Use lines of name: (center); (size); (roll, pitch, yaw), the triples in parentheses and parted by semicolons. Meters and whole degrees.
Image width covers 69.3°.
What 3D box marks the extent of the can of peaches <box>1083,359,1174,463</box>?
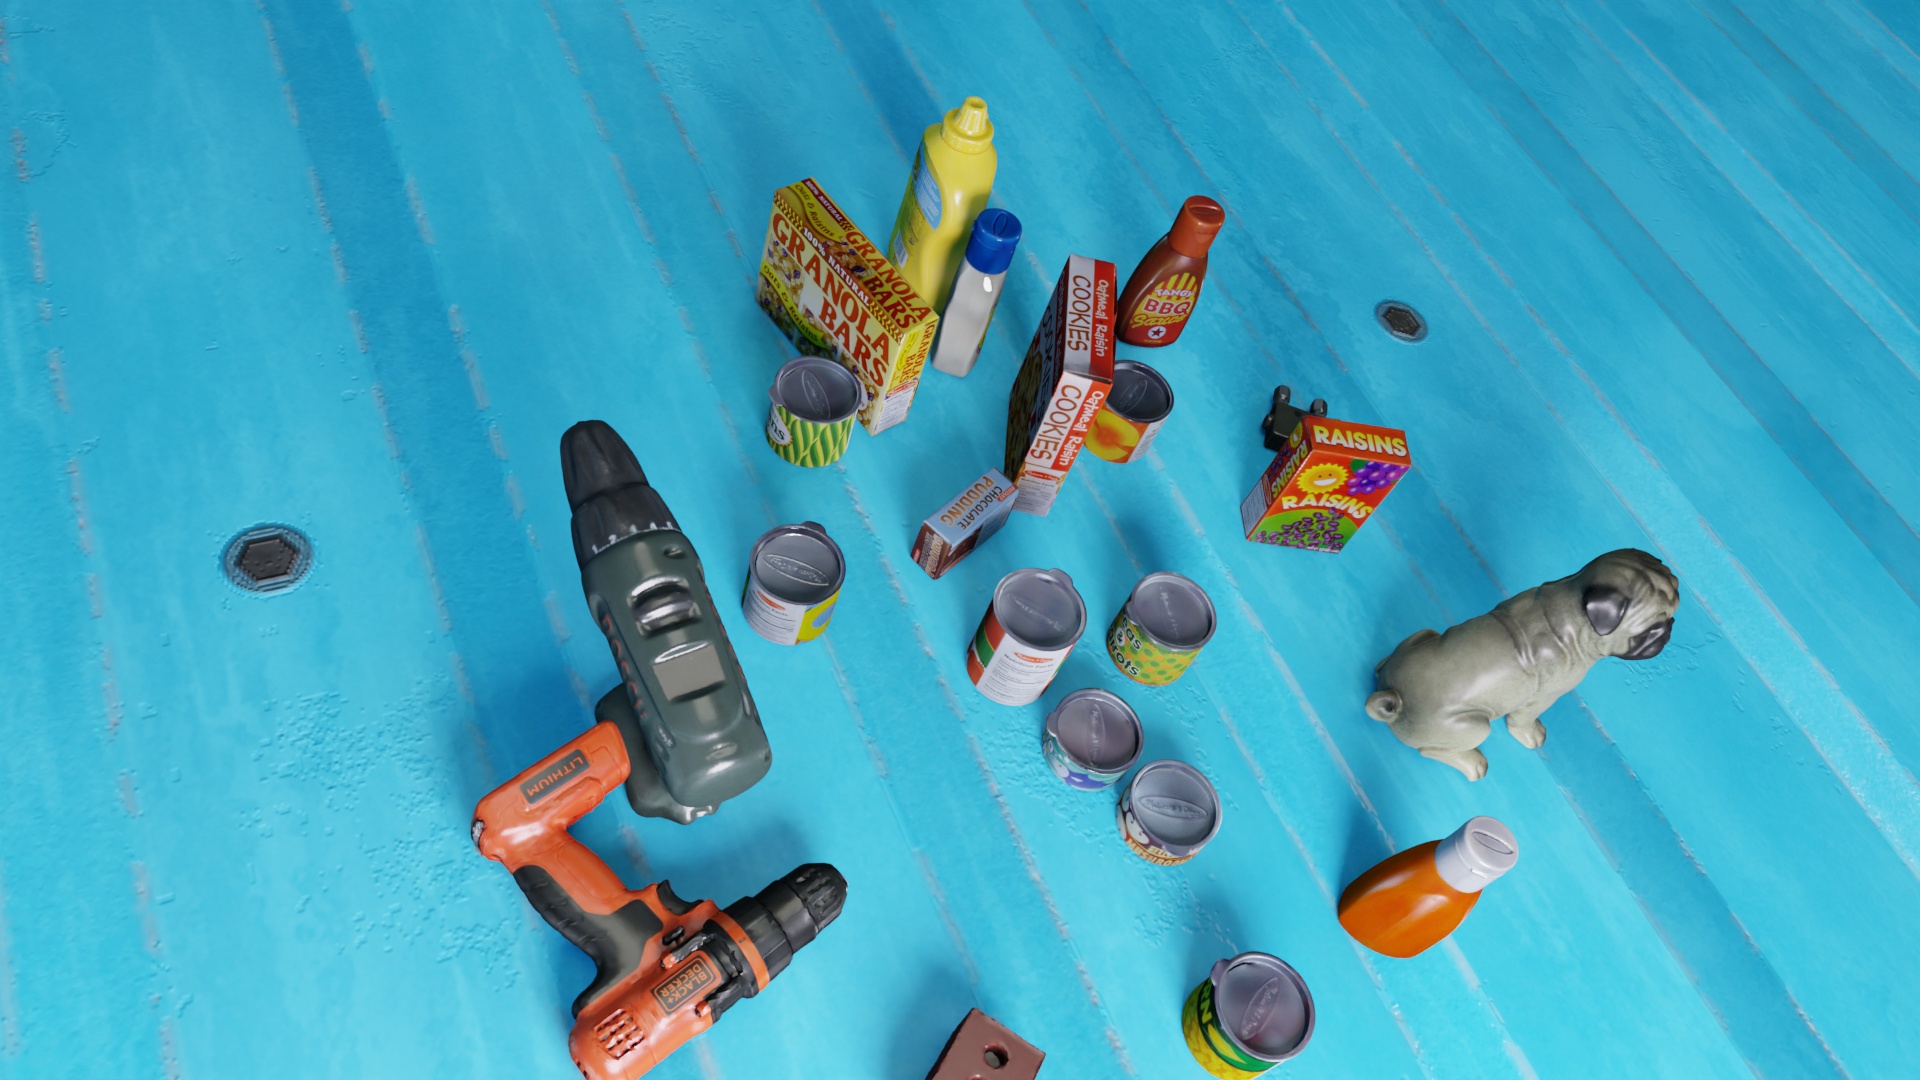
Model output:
can of peaches: (0.132, -0.106, 1.140); (0.071, 0.057, 0.071); (8, 54, -11)

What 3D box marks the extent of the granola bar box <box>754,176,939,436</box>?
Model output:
granola bar box: (-0.091, -0.182, 1.083); (0.039, 0.123, 0.166); (-29, 68, -31)

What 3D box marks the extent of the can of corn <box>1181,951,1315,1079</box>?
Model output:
can of corn: (0.177, 0.297, 0.869); (0.071, 0.058, 0.071); (8, 54, -11)

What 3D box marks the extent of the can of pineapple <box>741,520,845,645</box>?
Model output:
can of pineapple: (-0.116, 0.030, 0.968); (0.071, 0.057, 0.071); (8, 54, -11)

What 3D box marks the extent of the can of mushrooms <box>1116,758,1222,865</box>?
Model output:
can of mushrooms: (0.142, 0.189, 0.951); (0.071, 0.033, 0.071); (8, 54, -11)

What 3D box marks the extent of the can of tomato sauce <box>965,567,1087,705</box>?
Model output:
can of tomato sauce: (0.045, 0.067, 0.976); (0.071, 0.082, 0.071); (8, 54, -11)

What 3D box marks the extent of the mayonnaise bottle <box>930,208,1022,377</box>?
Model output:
mayonnaise bottle: (0.013, -0.200, 1.113); (0.041, 0.147, 0.065); (20, 53, -3)

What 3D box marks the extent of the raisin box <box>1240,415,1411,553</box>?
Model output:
raisin box: (0.288, -0.043, 1.102); (0.086, 0.122, 0.040); (8, 54, -11)

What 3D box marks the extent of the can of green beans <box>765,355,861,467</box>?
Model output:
can of green beans: (-0.113, -0.098, 1.059); (0.071, 0.057, 0.071); (8, 54, -11)

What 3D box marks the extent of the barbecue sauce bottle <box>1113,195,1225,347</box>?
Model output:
barbecue sauce bottle: (0.180, -0.228, 1.183); (0.065, 0.147, 0.044); (0, 56, -17)

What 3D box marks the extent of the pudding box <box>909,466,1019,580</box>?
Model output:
pudding box: (0.004, -0.013, 1.040); (0.030, 0.049, 0.084); (42, 55, 13)

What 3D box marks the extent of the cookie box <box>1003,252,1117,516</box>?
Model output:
cookie box: (0.075, -0.116, 1.061); (0.040, 0.166, 0.123); (12, 54, -9)

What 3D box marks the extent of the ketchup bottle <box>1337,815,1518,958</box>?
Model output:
ketchup bottle: (0.306, 0.225, 0.903); (0.065, 0.148, 0.044); (26, 53, 2)

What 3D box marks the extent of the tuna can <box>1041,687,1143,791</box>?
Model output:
tuna can: (0.089, 0.139, 0.970); (0.071, 0.032, 0.071); (8, 54, -11)

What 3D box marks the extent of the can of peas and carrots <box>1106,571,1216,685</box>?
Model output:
can of peas and carrots: (0.145, 0.066, 1.022); (0.071, 0.058, 0.071); (8, 54, -11)
